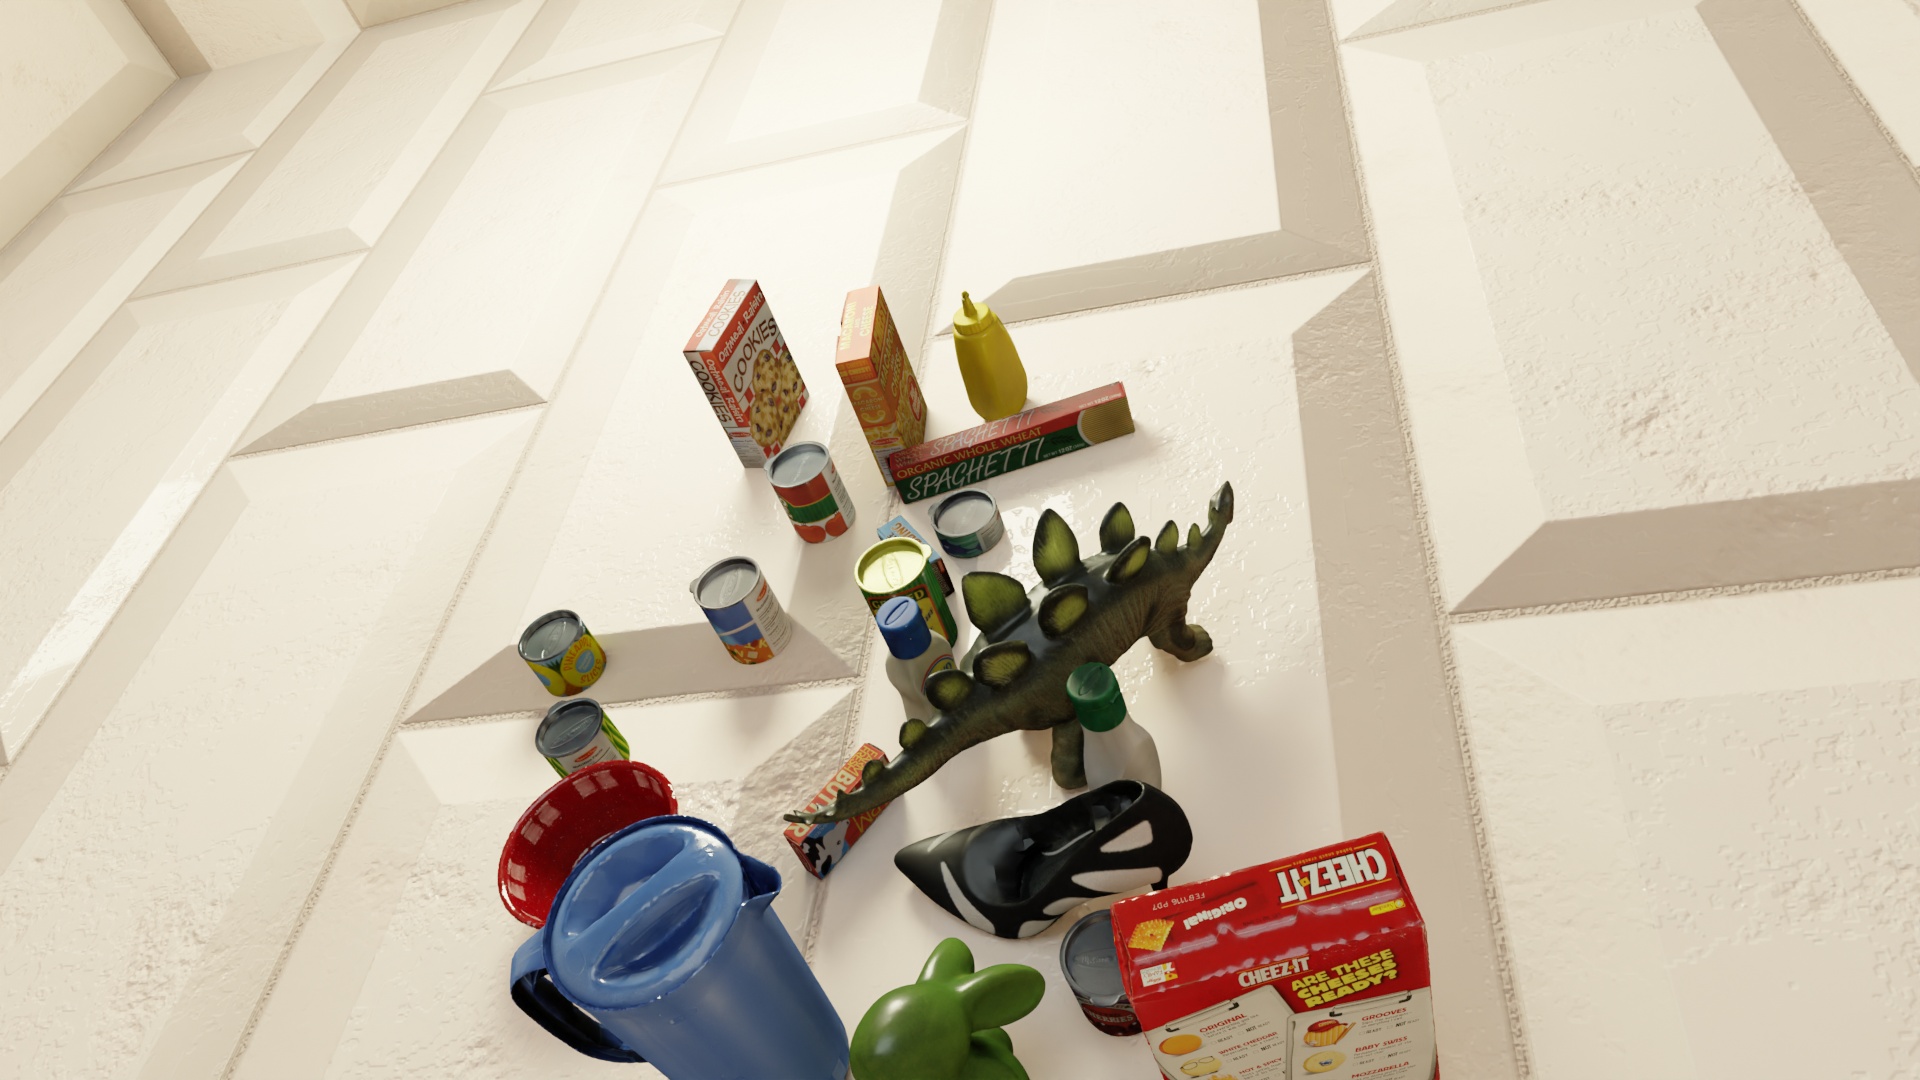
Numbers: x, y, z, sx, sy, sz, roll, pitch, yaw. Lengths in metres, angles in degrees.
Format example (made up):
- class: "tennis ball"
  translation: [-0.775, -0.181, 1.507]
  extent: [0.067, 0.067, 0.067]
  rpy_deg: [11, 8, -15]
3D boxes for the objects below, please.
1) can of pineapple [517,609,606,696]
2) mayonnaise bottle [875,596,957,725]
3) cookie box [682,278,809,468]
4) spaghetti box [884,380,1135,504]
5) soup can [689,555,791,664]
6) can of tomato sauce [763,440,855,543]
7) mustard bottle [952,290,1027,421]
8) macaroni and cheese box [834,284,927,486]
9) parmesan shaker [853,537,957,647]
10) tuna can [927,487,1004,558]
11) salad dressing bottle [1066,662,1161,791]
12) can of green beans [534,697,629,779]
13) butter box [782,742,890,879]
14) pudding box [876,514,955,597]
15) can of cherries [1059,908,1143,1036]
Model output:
- class: "can of pineapple"
  translation: [-0.386, 0.110, 1.353]
  extent: [0.071, 0.057, 0.071]
  rpy_deg: [-12, 43, 11]
- class: "mayonnaise bottle"
  translation: [-0.030, 0.108, 1.141]
  extent: [0.041, 0.147, 0.065]
  rpy_deg: [20, 57, 37]
- class: "cookie box"
  translation: [-0.230, -0.181, 1.508]
  extent: [0.040, 0.166, 0.123]
  rpy_deg: [1, 47, 23]
- class: "spaghetti box"
  translation: [0.050, -0.097, 1.393]
  extent: [0.250, 0.050, 0.029]
  rpy_deg: [-17, 42, 5]
- class: "soup can"
  translation: [-0.206, 0.066, 1.305]
  extent: [0.071, 0.083, 0.072]
  rpy_deg: [-12, 43, 11]
- class: "can of tomato sauce"
  translation: [-0.152, -0.048, 1.401]
  extent: [0.071, 0.082, 0.071]
  rpy_deg: [-12, 43, 11]
- class: "mustard bottle"
  translation: [0.025, -0.194, 1.422]
  extent: [0.049, 0.159, 0.065]
  rpy_deg: [13, 53, 33]
- class: "macaroni and cheese box"
  translation: [-0.080, -0.157, 1.423]
  extent: [0.040, 0.165, 0.124]
  rpy_deg: [-10, 43, 13]
- class: "parmesan shaker"
  translation: [-0.044, 0.055, 1.235]
  extent: [0.071, 0.102, 0.072]
  rpy_deg: [-12, 43, 11]
- class: "tuna can"
  translation: [0.005, -0.017, 1.342]
  extent: [0.071, 0.032, 0.071]
  rpy_deg: [-12, 43, 11]
- class: "salad dressing bottle"
  translation: [0.114, 0.150, 1.038]
  extent: [0.044, 0.147, 0.064]
  rpy_deg: [18, 55, 36]
- class: "can of green beans"
  translation: [-0.341, 0.186, 1.257]
  extent: [0.071, 0.057, 0.071]
  rpy_deg: [-12, 43, 11]
- class: "butter box"
  translation: [-0.094, 0.218, 1.124]
  extent: [0.024, 0.053, 0.104]
  rpy_deg: [22, 58, 38]
- class: "pudding box"
  translation: [-0.043, 0.018, 1.313]
  extent: [0.030, 0.049, 0.084]
  rpy_deg: [-33, 43, -12]
- class: "can of cherries"
  translation: [0.106, 0.299, 0.954]
  extent: [0.071, 0.058, 0.072]
  rpy_deg: [-12, 43, 11]
